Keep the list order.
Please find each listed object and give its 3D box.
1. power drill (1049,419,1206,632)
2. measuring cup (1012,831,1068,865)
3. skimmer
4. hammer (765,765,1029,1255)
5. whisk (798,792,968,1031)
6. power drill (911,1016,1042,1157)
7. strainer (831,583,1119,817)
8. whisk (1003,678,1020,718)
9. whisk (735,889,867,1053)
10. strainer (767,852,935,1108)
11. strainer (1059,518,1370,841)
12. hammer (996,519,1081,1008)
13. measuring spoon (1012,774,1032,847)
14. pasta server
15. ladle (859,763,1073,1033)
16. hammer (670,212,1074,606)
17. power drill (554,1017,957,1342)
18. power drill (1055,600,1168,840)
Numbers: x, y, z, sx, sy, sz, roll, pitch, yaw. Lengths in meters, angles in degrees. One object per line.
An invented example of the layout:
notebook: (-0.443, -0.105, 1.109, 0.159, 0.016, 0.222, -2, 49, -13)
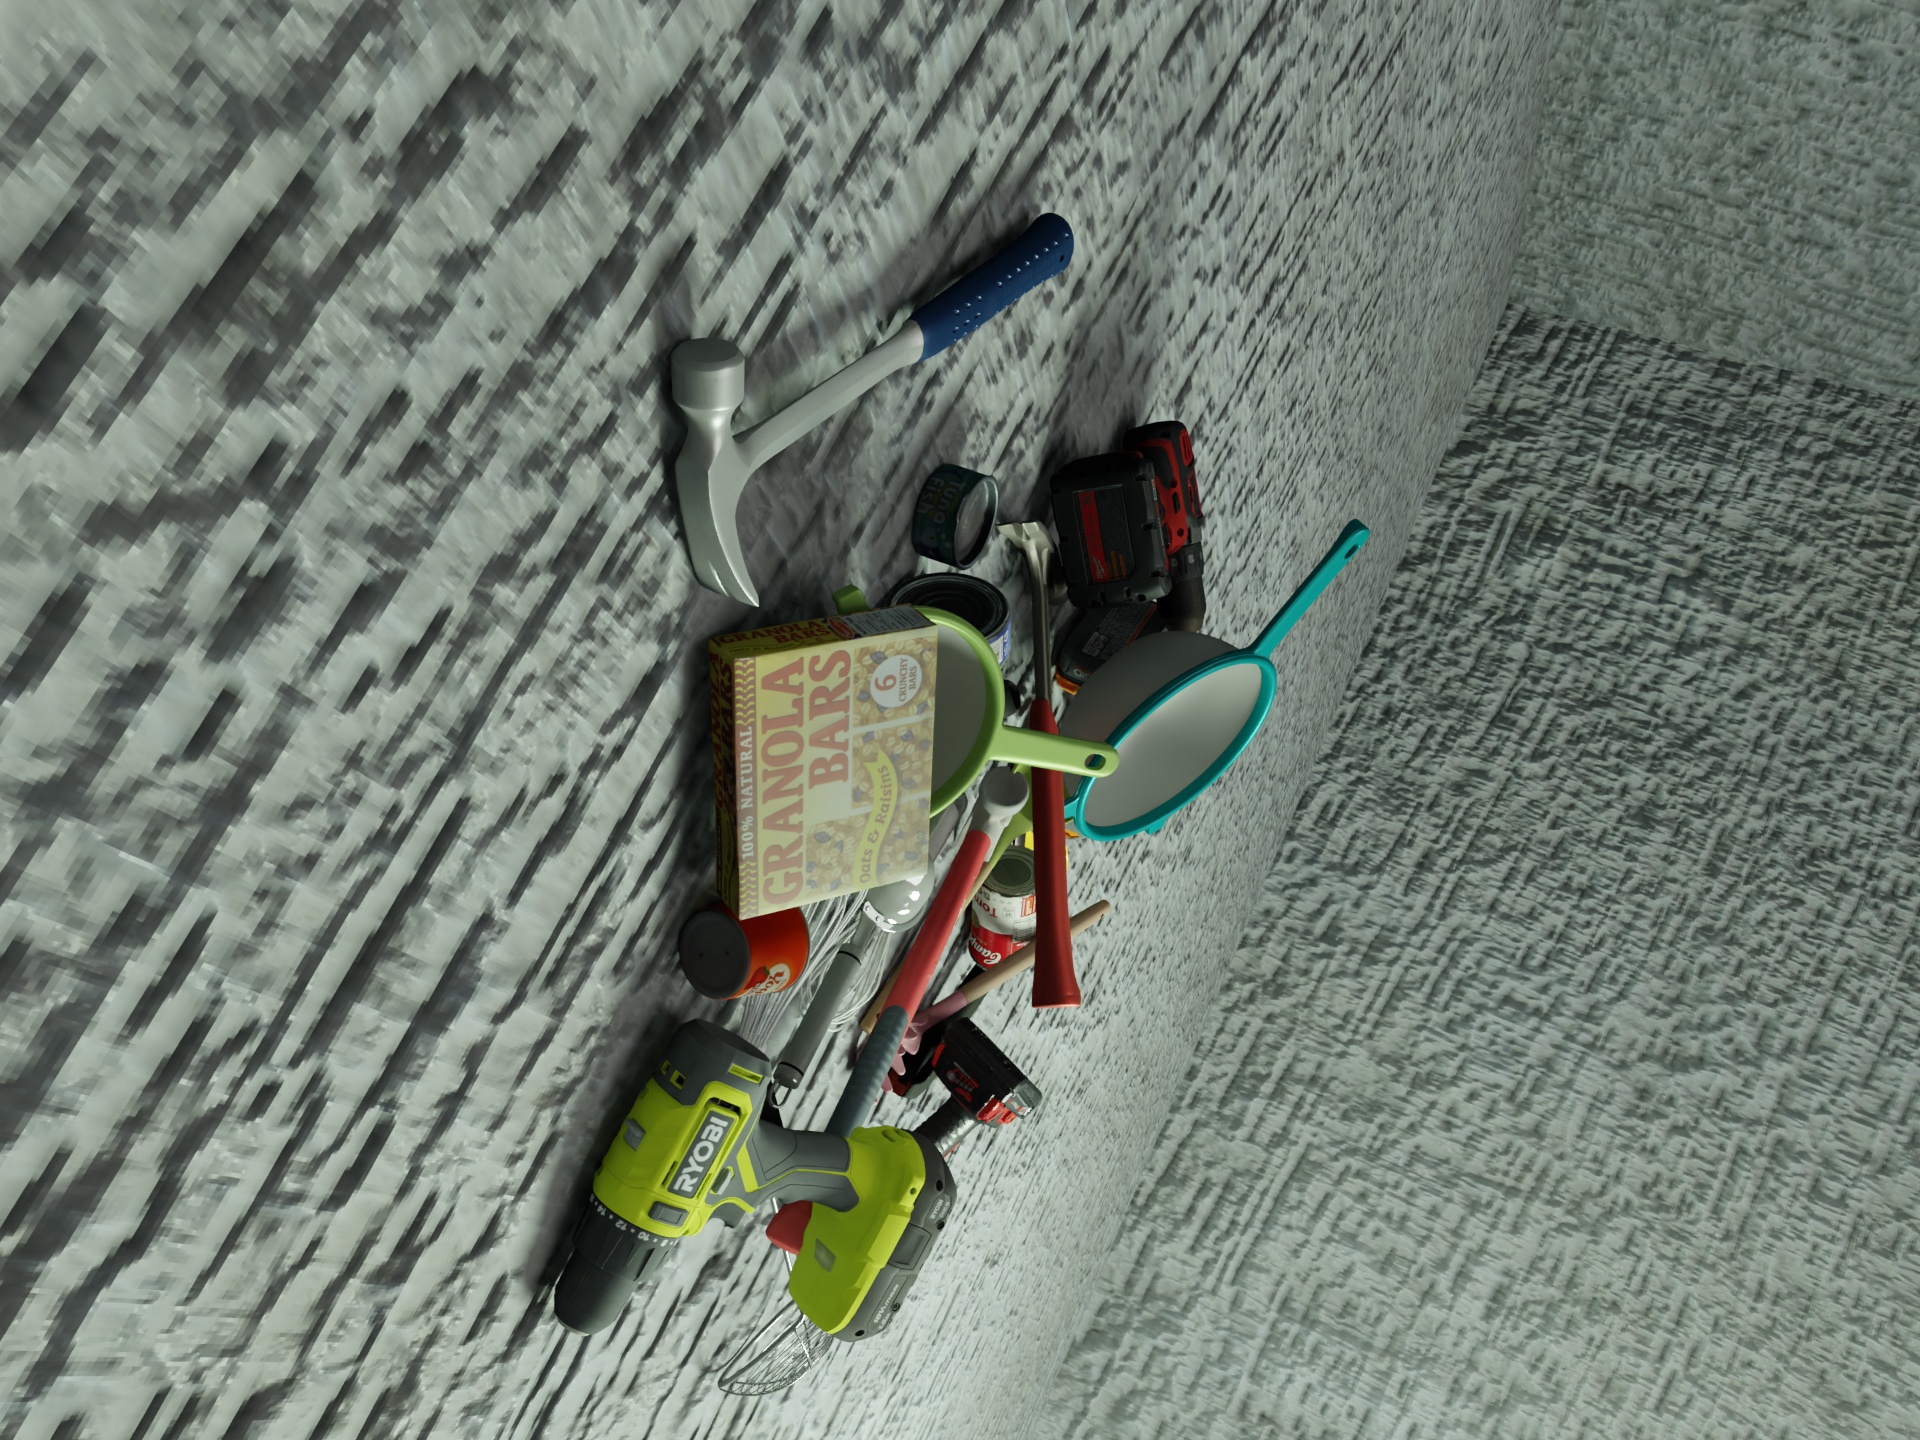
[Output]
power drill: (0.155, -0.147, 1.321, 0.227, 0.080, 0.188, -34, 116, -64)
measuring cup: (0.063, 0.126, 1.529, 0.062, 0.029, 0.156, -65, 148, -17)
skimmer: (-0.151, 0.370, 1.185, 0.127, 0.090, 0.363, -37, 134, -39)
hammer: (-0.047, 0.218, 1.199, 0.386, 0.038, 0.143, -63, 178, -30)
whisk: (-0.051, 0.135, 1.195, 0.057, 0.059, 0.246, 62, 41, -29)
power drill: (-0.040, 0.358, 1.327, 0.219, 0.079, 0.143, -44, 156, -7)
strainer: (-0.011, -0.002, 1.005, 0.256, 0.069, 0.151, 11, 109, -36)
whisk: (-0.002, -0.004, 1.171, 0.296, 0.073, 0.073, -21, 129, -72)
whisk: (-0.126, 0.185, 1.025, 0.070, 0.070, 0.284, -16, 131, -66)
strainer: (-0.071, 0.157, 1.105, 0.086, 0.050, 0.259, 48, 51, -27)
strainer: (0.194, -0.051, 1.314, 0.340, 0.095, 0.210, -51, 150, 18)
hammer: (0.063, 0.034, 1.198, 0.149, 0.037, 0.359, 39, 48, -71)
measuring spoon: (0.061, 0.108, 1.471, 0.034, 0.018, 0.124, -10, 111, -55)
pasta server: (0.025, 0.233, 1.378, 0.316, 0.040, 0.060, -27, 148, -36)
ladle: (0.014, 0.140, 1.357, 0.062, 0.078, 0.320, -18, -152, 54)
hammer: (-0.035, -0.207, 0.909, 0.405, 0.035, 0.144, -47, 151, -47)
power drill: (-0.129, 0.309, 0.995, 0.228, 0.080, 0.190, 32, 84, -37)
power drill: (0.141, -0.013, 1.504, 0.164, 0.084, 0.226, -52, 159, -41)
